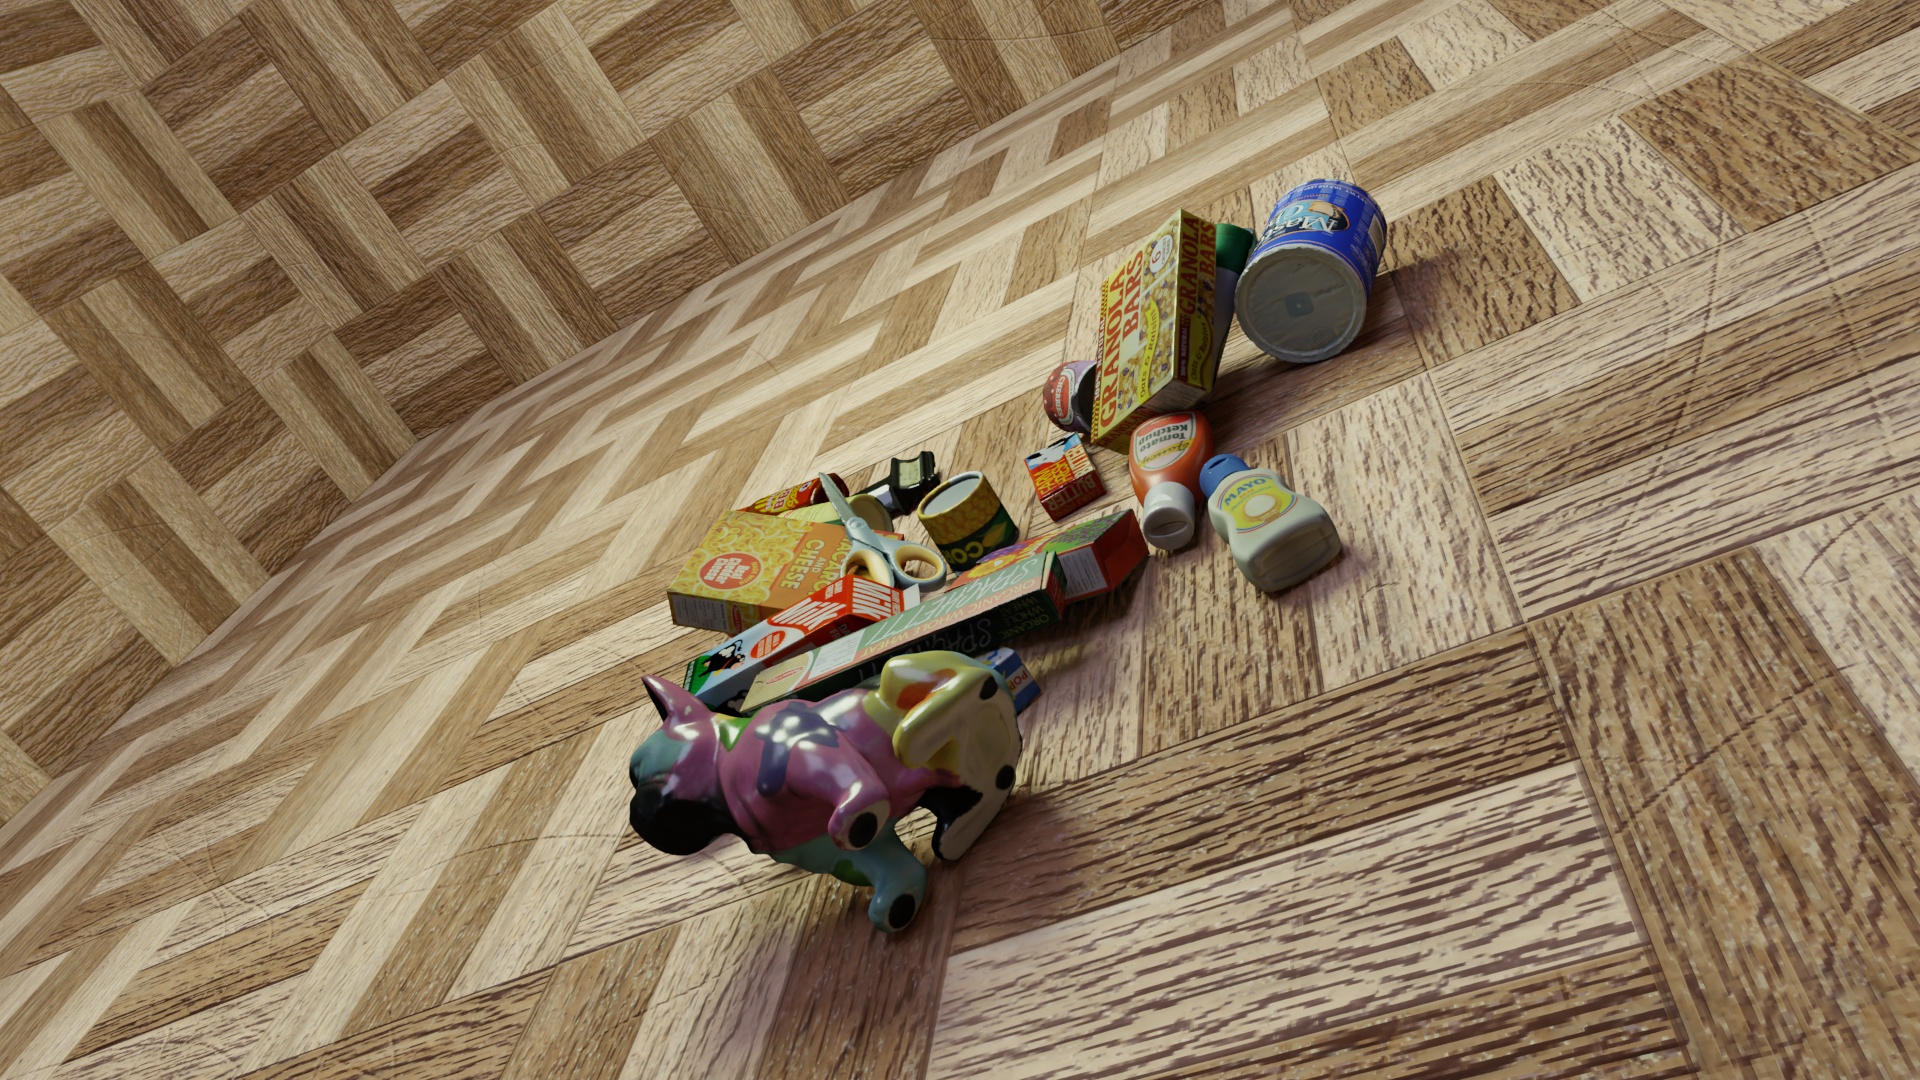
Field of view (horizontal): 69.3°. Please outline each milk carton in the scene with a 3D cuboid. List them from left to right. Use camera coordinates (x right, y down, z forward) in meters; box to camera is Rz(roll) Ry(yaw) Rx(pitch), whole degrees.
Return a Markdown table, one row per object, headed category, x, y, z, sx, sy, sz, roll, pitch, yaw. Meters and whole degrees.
| category | x | y | z | sx | sy | sz | roll | pitch | yaw |
| --- | --- | --- | --- | --- | --- | --- | --- | --- | --- |
| milk carton | -0.113 | 0.092 | 1.058 | 0.190 | 0.073 | 0.072 | -29 | 22 | 7 |

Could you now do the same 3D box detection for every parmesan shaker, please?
| category | x | y | z | sx | sy | sz | roll | pitch | yaw |
| --- | --- | --- | --- | --- | --- | --- | --- | --- | --- |
| parmesan shaker | -0.120 | -0.001 | 1.270 | 0.103 | 0.071 | 0.072 | -10 | 31 | 42 |

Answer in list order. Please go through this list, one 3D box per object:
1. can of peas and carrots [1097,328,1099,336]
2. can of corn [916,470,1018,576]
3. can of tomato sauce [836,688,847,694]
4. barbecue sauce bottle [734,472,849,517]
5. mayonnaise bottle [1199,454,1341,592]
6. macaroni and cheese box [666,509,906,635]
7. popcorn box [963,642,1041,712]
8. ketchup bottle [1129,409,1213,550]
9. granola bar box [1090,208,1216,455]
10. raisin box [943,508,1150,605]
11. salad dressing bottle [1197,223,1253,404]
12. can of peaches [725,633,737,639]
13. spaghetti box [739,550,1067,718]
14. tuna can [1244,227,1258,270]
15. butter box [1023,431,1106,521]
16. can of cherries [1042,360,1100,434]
| category | x | y | z | sx | sy | sz | roll | pitch | yaw |
| --- | --- | --- | --- | --- | --- | --- | --- | --- | --- |
| can of peas and carrots | 0.169 | -0.182 | 1.277 | 0.071 | 0.058 | 0.071 | -28 | 22 | 13 |
| can of corn | 0.004 | -0.014 | 1.145 | 0.071 | 0.058 | 0.071 | -27 | 22 | 12 |
| can of tomato sauce | -0.096 | 0.149 | 0.927 | 0.083 | 0.071 | 0.071 | -31 | 22 | 7 |
| barbecue sauce bottle | -0.186 | -0.027 | 1.442 | 0.148 | 0.043 | 0.065 | -15 | 29 | 37 |
| mayonnaise bottle | 0.196 | -0.018 | 0.921 | 0.065 | 0.041 | 0.148 | -31 | 23 | 5 |
| macaroni and cheese box | -0.143 | 0.032 | 1.169 | 0.166 | 0.040 | 0.124 | 8 | 37 | 14 |
| popcorn box | -0.014 | 0.102 | 0.952 | 0.085 | 0.038 | 0.127 | -38 | 23 | -17 |
| ketchup bottle | 0.156 | -0.045 | 1.030 | 0.064 | 0.043 | 0.149 | -18 | 26 | 19 |
| granola bar box | 0.158 | -0.168 | 1.138 | 0.123 | 0.039 | 0.166 | -39 | 38 | 55 |
| raisin box | 0.062 | 0.022 | 0.990 | 0.123 | 0.040 | 0.086 | -19 | 9 | 30 |
| salad dressing bottle | 0.207 | -0.189 | 1.160 | 0.064 | 0.044 | 0.147 | 68 | -142 | -88 |
| can of peaches | -0.180 | 0.051 | 1.234 | 0.071 | 0.071 | 0.058 | -20 | 26 | 29 |
| spaghetti box | -0.041 | 0.073 | 0.956 | 0.249 | 0.028 | 0.050 | -23 | 24 | 22 |
| tuna can | 0.269 | -0.282 | 1.387 | 0.071 | 0.032 | 0.071 | -27 | 23 | 12 |
| butter box | 0.087 | -0.055 | 1.167 | 0.053 | 0.024 | 0.104 | -29 | 22 | 7 |
| can of cherries | 0.112 | -0.126 | 1.220 | 0.072 | 0.071 | 0.058 | -40 | 23 | -18 |
